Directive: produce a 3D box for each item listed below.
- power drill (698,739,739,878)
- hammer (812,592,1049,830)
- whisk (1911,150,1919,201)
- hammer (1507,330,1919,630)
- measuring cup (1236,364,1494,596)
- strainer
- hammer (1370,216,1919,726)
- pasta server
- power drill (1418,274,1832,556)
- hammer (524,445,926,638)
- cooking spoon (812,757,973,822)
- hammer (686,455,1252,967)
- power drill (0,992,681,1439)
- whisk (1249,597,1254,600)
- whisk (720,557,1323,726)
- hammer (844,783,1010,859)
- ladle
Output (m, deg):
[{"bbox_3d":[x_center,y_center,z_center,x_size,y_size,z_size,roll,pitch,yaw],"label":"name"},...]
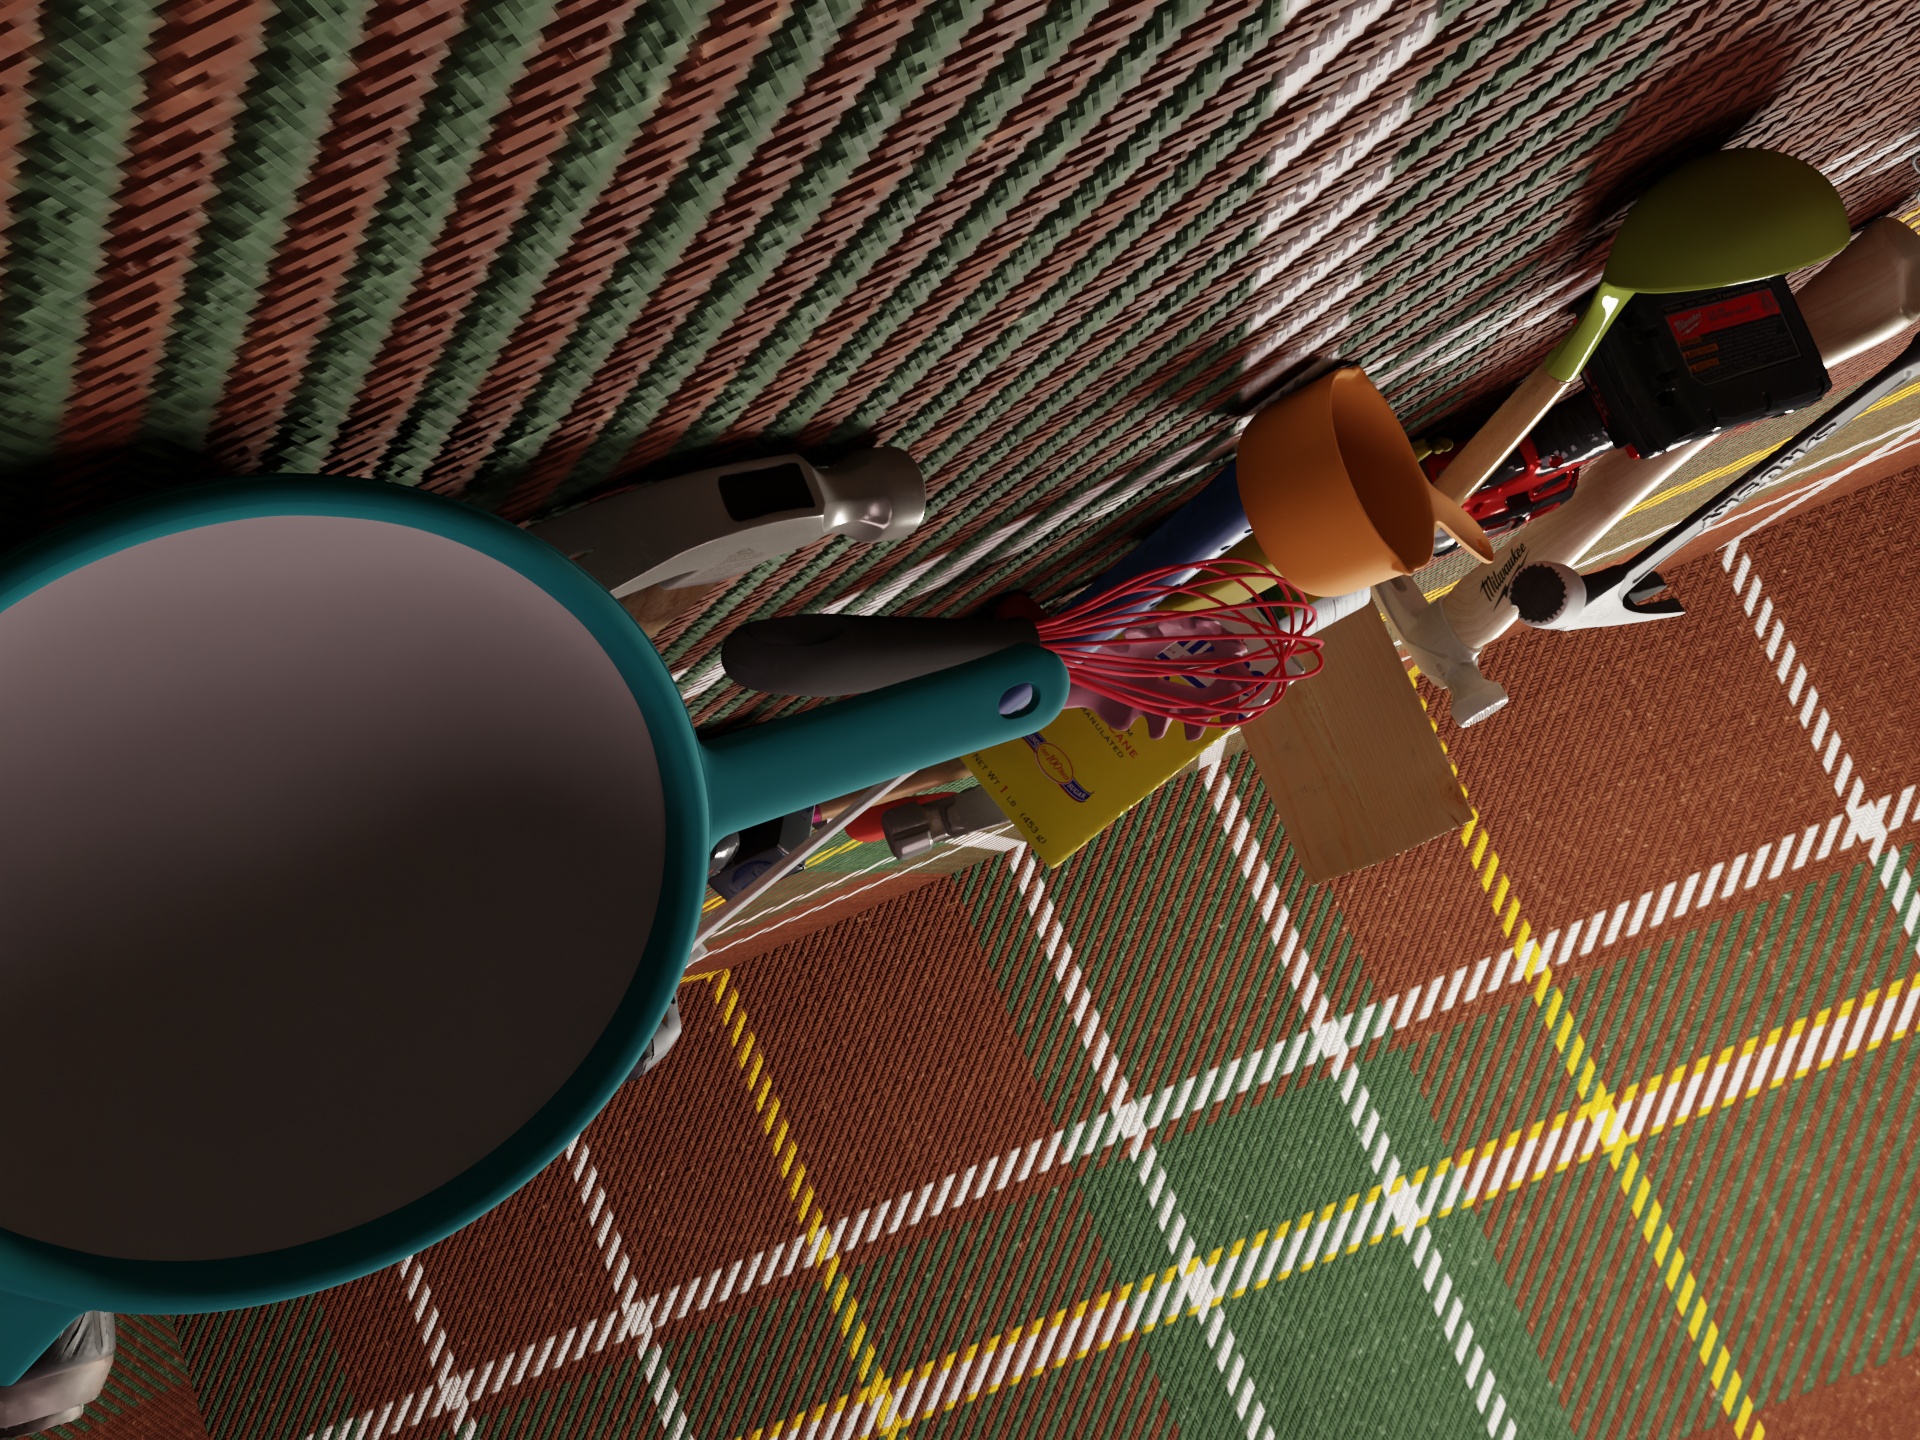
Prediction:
[{"bbox_3d":[-0.157,0.055,0.757,0.164,0.084,0.226,-38,-179,-7],"label":"power drill"},{"bbox_3d":[-0.068,0.017,0.957,0.143,0.038,0.386,-15,169,-33],"label":"hammer"},{"bbox_3d":[0.461,-0.238,0.722,0.055,0.055,0.239,-28,175,31],"label":"whisk"},{"bbox_3d":[0.469,-0.171,0.791,0.149,0.036,0.409,0,146,-45],"label":"hammer"},{"bbox_3d":[0.178,-0.087,0.688,0.052,0.095,0.173,-21,157,34],"label":"measuring cup"},{"bbox_3d":[-0.127,0.018,0.442,0.340,0.211,0.095,-17,-152,-32],"label":"strainer"},{"bbox_3d":[0.388,-0.150,0.948,0.038,0.146,0.410,-19,161,-30],"label":"hammer"},{"bbox_3d":[-0.001,-0.003,0.817,0.316,0.060,0.040,-11,-167,24],"label":"pasta server"},{"bbox_3d":[0.296,-0.143,0.794,0.143,0.078,0.219,-18,173,-24],"label":"power drill"},{"bbox_3d":[-0.156,-0.009,0.581,0.130,0.031,0.331,-15,169,-44],"label":"hammer"},{"bbox_3d":[-0.063,0.046,0.961,0.319,0.017,0.068,-17,173,-19],"label":"cooking spoon"},{"bbox_3d":[-0.018,0.014,0.747,0.405,0.035,0.144,-39,-175,9],"label":"hammer"},{"bbox_3d":[-0.205,0.097,0.492,0.226,0.185,0.084,-3,165,-39],"label":"power drill"},{"bbox_3d":[0.234,-0.106,0.962,0.245,0.051,0.047,-26,168,-2],"label":"whisk"},{"bbox_3d":[0.038,-0.029,0.614,0.295,0.073,0.073,-4,162,-39],"label":"whisk"},{"bbox_3d":[-0.014,0.060,1.108,0.149,0.037,0.359,-17,180,-15],"label":"hammer"},{"bbox_3d":[0.251,-0.127,0.683,0.078,0.062,0.320,-24,165,-19],"label":"ladle"}]
